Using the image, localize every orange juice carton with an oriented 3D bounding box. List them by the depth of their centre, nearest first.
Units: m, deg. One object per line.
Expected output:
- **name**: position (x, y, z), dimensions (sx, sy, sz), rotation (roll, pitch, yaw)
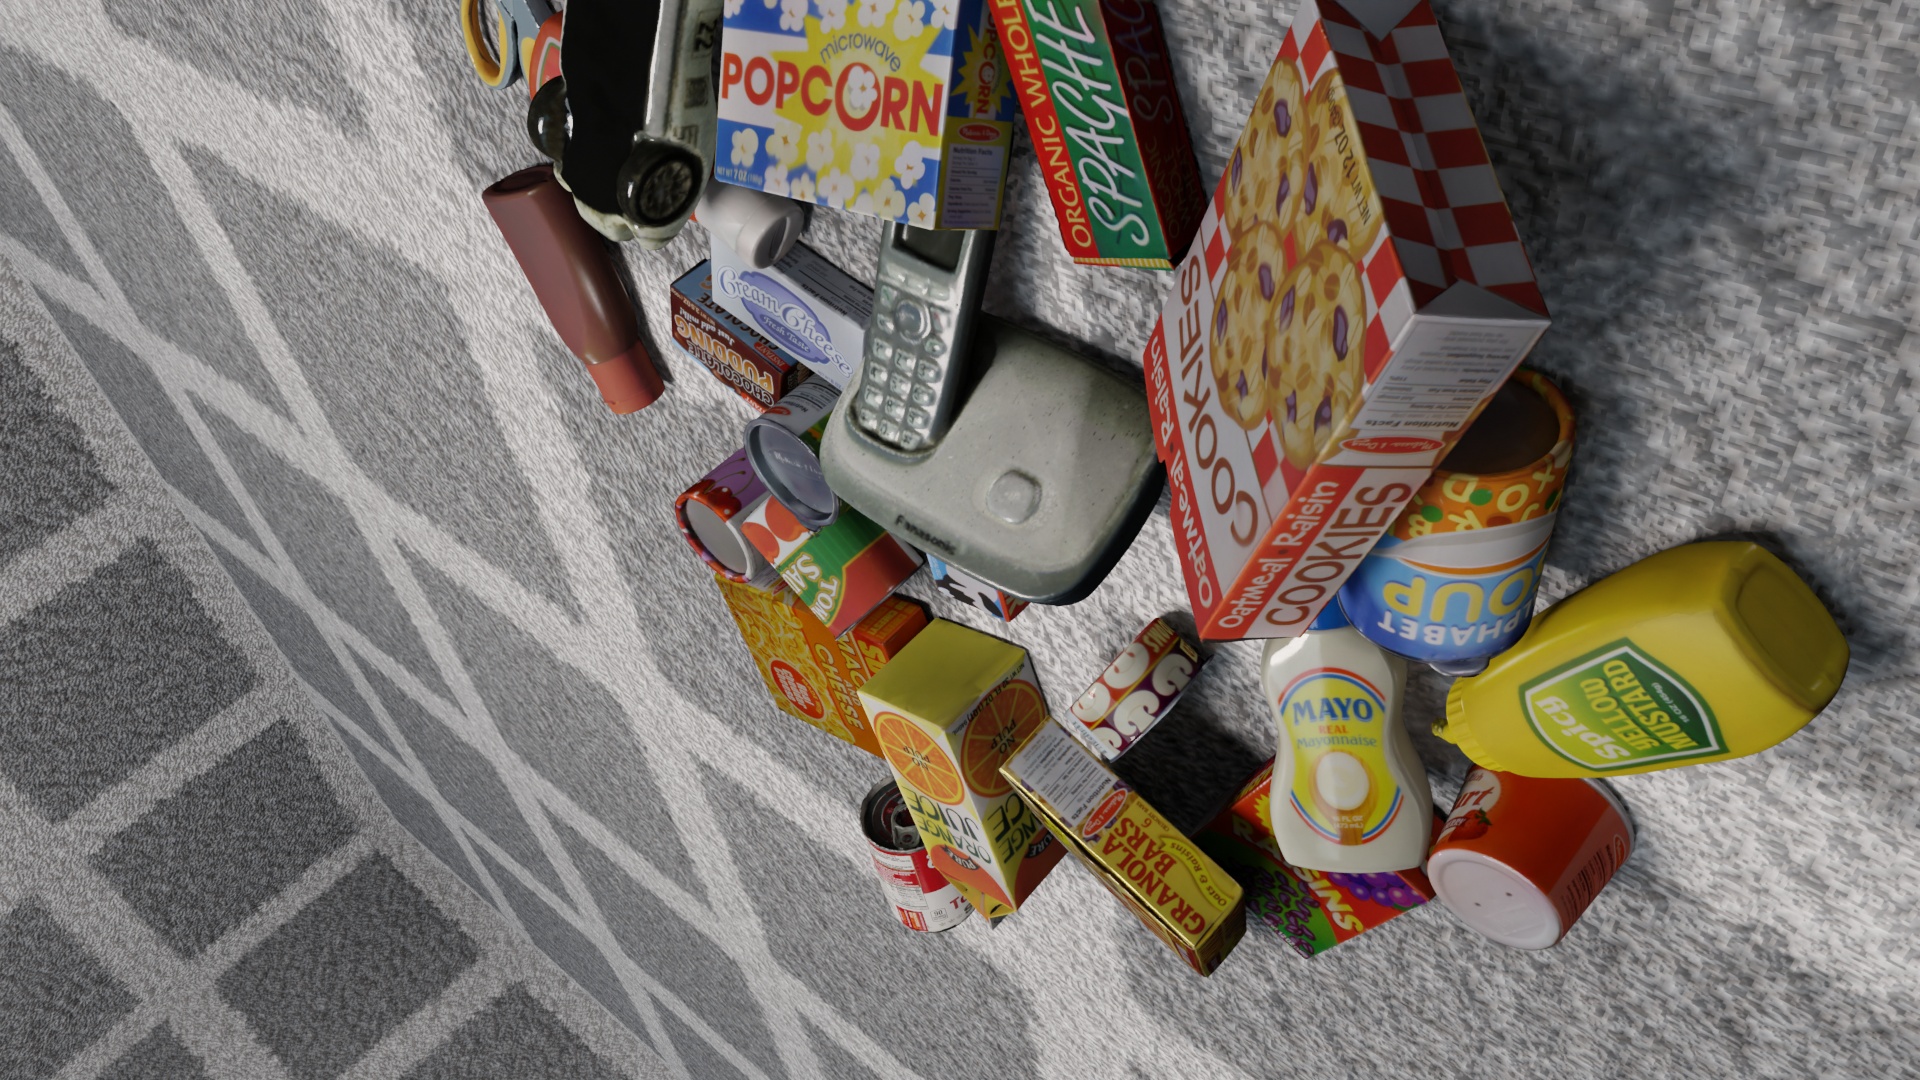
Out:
- **orange juice carton**: position (0.016, 0.147, 0.824), dimensions (0.073, 0.072, 0.191), rotation (17, 138, 43)

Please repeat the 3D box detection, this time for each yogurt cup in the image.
- **yogurt cup**: position (0.222, 0.124, 0.550), dimensions (0.072, 0.054, 0.072), rotation (32, 147, 24)

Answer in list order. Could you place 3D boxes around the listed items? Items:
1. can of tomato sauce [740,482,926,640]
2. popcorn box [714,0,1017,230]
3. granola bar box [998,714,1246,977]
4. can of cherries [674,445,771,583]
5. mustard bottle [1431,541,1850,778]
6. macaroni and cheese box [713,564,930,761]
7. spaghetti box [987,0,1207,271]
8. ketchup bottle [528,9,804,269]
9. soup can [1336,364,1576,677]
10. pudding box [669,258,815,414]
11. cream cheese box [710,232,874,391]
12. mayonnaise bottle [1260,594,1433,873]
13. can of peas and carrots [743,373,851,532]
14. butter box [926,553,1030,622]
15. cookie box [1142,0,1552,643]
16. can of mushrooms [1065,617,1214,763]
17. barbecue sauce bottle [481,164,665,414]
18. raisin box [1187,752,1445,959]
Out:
- **can of tomato sauce**: position (-0.072, 0.004, 0.771), dimensions (0.083, 0.071, 0.071), rotation (49, 150, -1)
- **popcorn box**: position (-0.038, -0.170, 0.526), dimensions (0.127, 0.038, 0.085), rotation (22, 113, 37)
- **granola bar box**: position (0.088, 0.162, 0.714), dimensions (0.124, 0.039, 0.165), rotation (41, 172, 23)
- **can of cherries**: position (-0.129, -0.017, 0.831), dimensions (0.071, 0.059, 0.071), rotation (32, 146, 25)
- **mustard bottle**: position (0.216, 0.052, 0.479), dimensions (0.065, 0.049, 0.159), rotation (48, 150, 2)
- **macaroni and cheese box**: position (-0.073, 0.077, 0.889), dimensions (0.166, 0.040, 0.123), rotation (17, 138, 42)
- **spaghetti box**: position (0.025, -0.204, 0.446), dimensions (0.050, 0.029, 0.249), rotation (13, 135, 45)
- **ketchup bottle**: position (-0.139, -0.188, 0.660), dimensions (0.149, 0.044, 0.064), rotation (40, 141, 11)
- **soup can**: position (0.162, -0.008, 0.457), dimensions (0.071, 0.072, 0.083), rotation (27, 144, 31)
- **pudding box**: position (-0.116, -0.105, 0.740), dimensions (0.084, 0.030, 0.049), rotation (39, 150, 15)
- **cream cheese box**: position (-0.079, -0.117, 0.686), dimensions (0.104, 0.024, 0.053), rotation (36, 147, 19)
- **mayonnaise bottle**: position (0.150, 0.061, 0.554), dimensions (0.065, 0.041, 0.147), rotation (-5, 111, 22)
- **can of peas and carrots**: position (-0.067, -0.048, 0.715), dimensions (0.071, 0.059, 0.070), rotation (32, 147, 24)
- **butter box**: position (0.003, -0.009, 0.706), dimensions (0.053, 0.024, 0.103), rotation (22, 141, 38)
- **cookie box**: position (0.104, -0.061, 0.428), dimensions (0.166, 0.040, 0.123), rotation (108, 160, -57)
- **can of mushrooms**: position (0.084, 0.068, 0.654), dimensions (0.033, 0.071, 0.070), rotation (44, 150, 8)
- **barbecue sauce bottle**: position (-0.223, -0.145, 0.818), dimensions (0.065, 0.044, 0.148), rotation (14, 137, 44)
- **raisin box**: position (0.169, 0.144, 0.658), dimensions (0.086, 0.040, 0.122), rotation (43, 151, 10)
